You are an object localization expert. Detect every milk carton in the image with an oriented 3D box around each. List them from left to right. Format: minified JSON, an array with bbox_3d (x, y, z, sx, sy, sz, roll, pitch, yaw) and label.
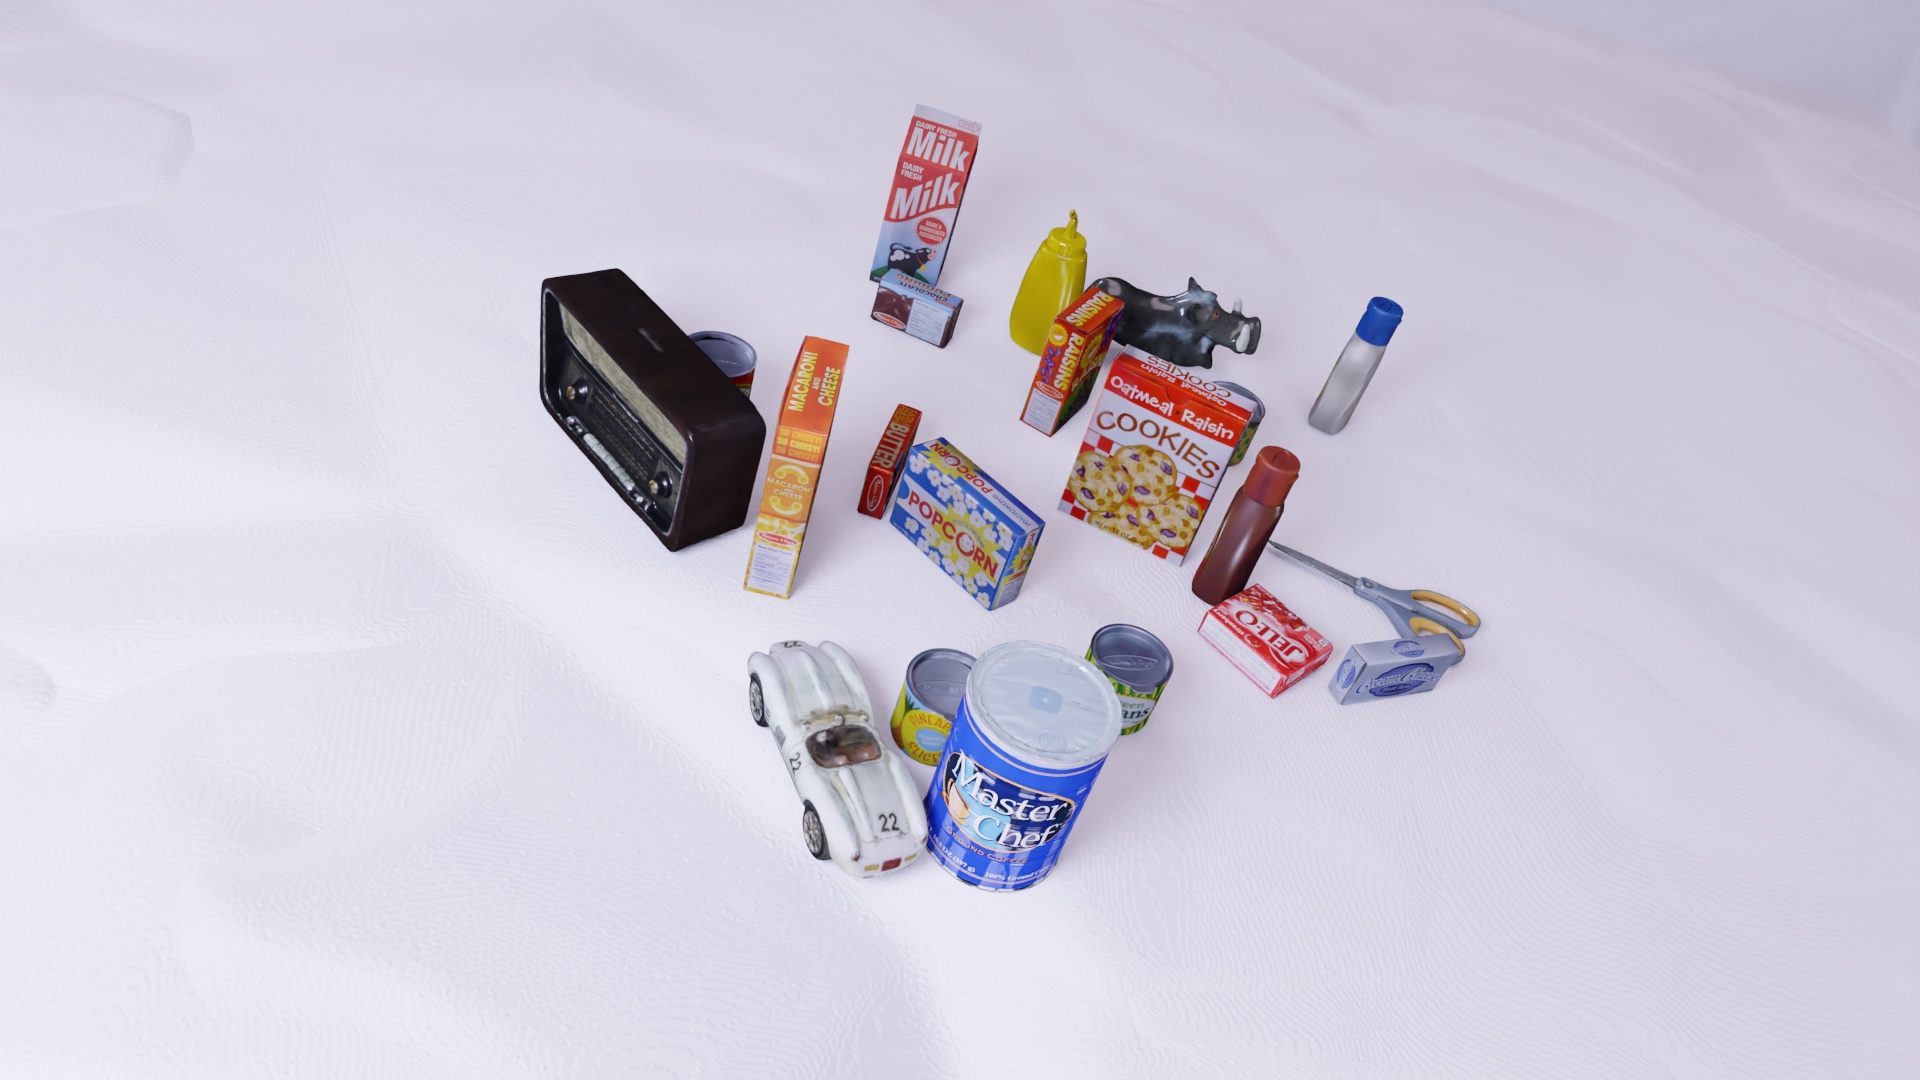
[{"bbox_3d":[-0.035,-0.354,1.436,0.072,0.189,0.074,17,39,-2],"label":"milk carton"}]

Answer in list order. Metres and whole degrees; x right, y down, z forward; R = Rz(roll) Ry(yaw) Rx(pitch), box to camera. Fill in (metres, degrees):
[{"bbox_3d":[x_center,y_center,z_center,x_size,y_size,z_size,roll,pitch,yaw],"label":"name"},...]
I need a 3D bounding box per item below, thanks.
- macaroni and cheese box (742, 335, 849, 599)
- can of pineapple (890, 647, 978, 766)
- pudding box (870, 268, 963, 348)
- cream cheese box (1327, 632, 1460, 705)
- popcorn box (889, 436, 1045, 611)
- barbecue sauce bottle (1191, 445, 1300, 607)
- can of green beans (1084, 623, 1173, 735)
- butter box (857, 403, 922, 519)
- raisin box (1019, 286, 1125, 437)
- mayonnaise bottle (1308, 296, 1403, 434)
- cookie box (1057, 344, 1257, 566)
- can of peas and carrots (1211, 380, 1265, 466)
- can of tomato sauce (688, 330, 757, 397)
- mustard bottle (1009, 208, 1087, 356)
[{"bbox_3d":[-0.128,-0.056,1.075,0.040,0.165,0.124,13,40,-6],"label":"macaroni and cheese box"},{"bbox_3d":[-0.014,0.122,0.998,0.071,0.057,0.071,11,40,-9],"label":"can of pineapple"},{"bbox_3d":[-0.044,-0.235,1.404,0.084,0.049,0.030,24,40,7],"label":"pudding box"},{"bbox_3d":[0.362,0.107,1.161,0.104,0.053,0.024,-4,44,-25],"label":"cream cheese box"},{"bbox_3d":[0.004,-0.014,1.140,0.038,0.084,0.127,-25,56,-40],"label":"popcorn box"},{"bbox_3d":[0.244,-0.013,1.180,0.044,0.147,0.065,32,41,16],"label":"barbecue sauce bottle"},{"bbox_3d":[0.123,0.107,1.067,0.071,0.057,0.071,11,40,-9],"label":"can of green beans"},{"bbox_3d":[-0.061,-0.070,1.205,0.024,0.052,0.104,19,39,1],"label":"butter box"},{"bbox_3d":[0.107,-0.171,1.330,0.040,0.122,0.086,31,41,15],"label":"raisin box"},{"bbox_3d":[0.410,-0.182,1.439,0.041,0.147,0.065,31,41,15],"label":"mayonnaise bottle"},{"bbox_3d":[0.167,-0.071,1.204,0.123,0.166,0.040,26,40,9],"label":"cookie box"},{"bbox_3d":[0.258,-0.116,1.374,0.071,0.058,0.071,11,40,-9],"label":"can of peas and carrots"},{"bbox_3d":[-0.212,-0.126,1.188,0.071,0.082,0.071,11,40,-9],"label":"can of tomato sauce"},{"bbox_3d":[0.097,-0.264,1.405,0.065,0.159,0.049,32,41,16],"label":"mustard bottle"}]
